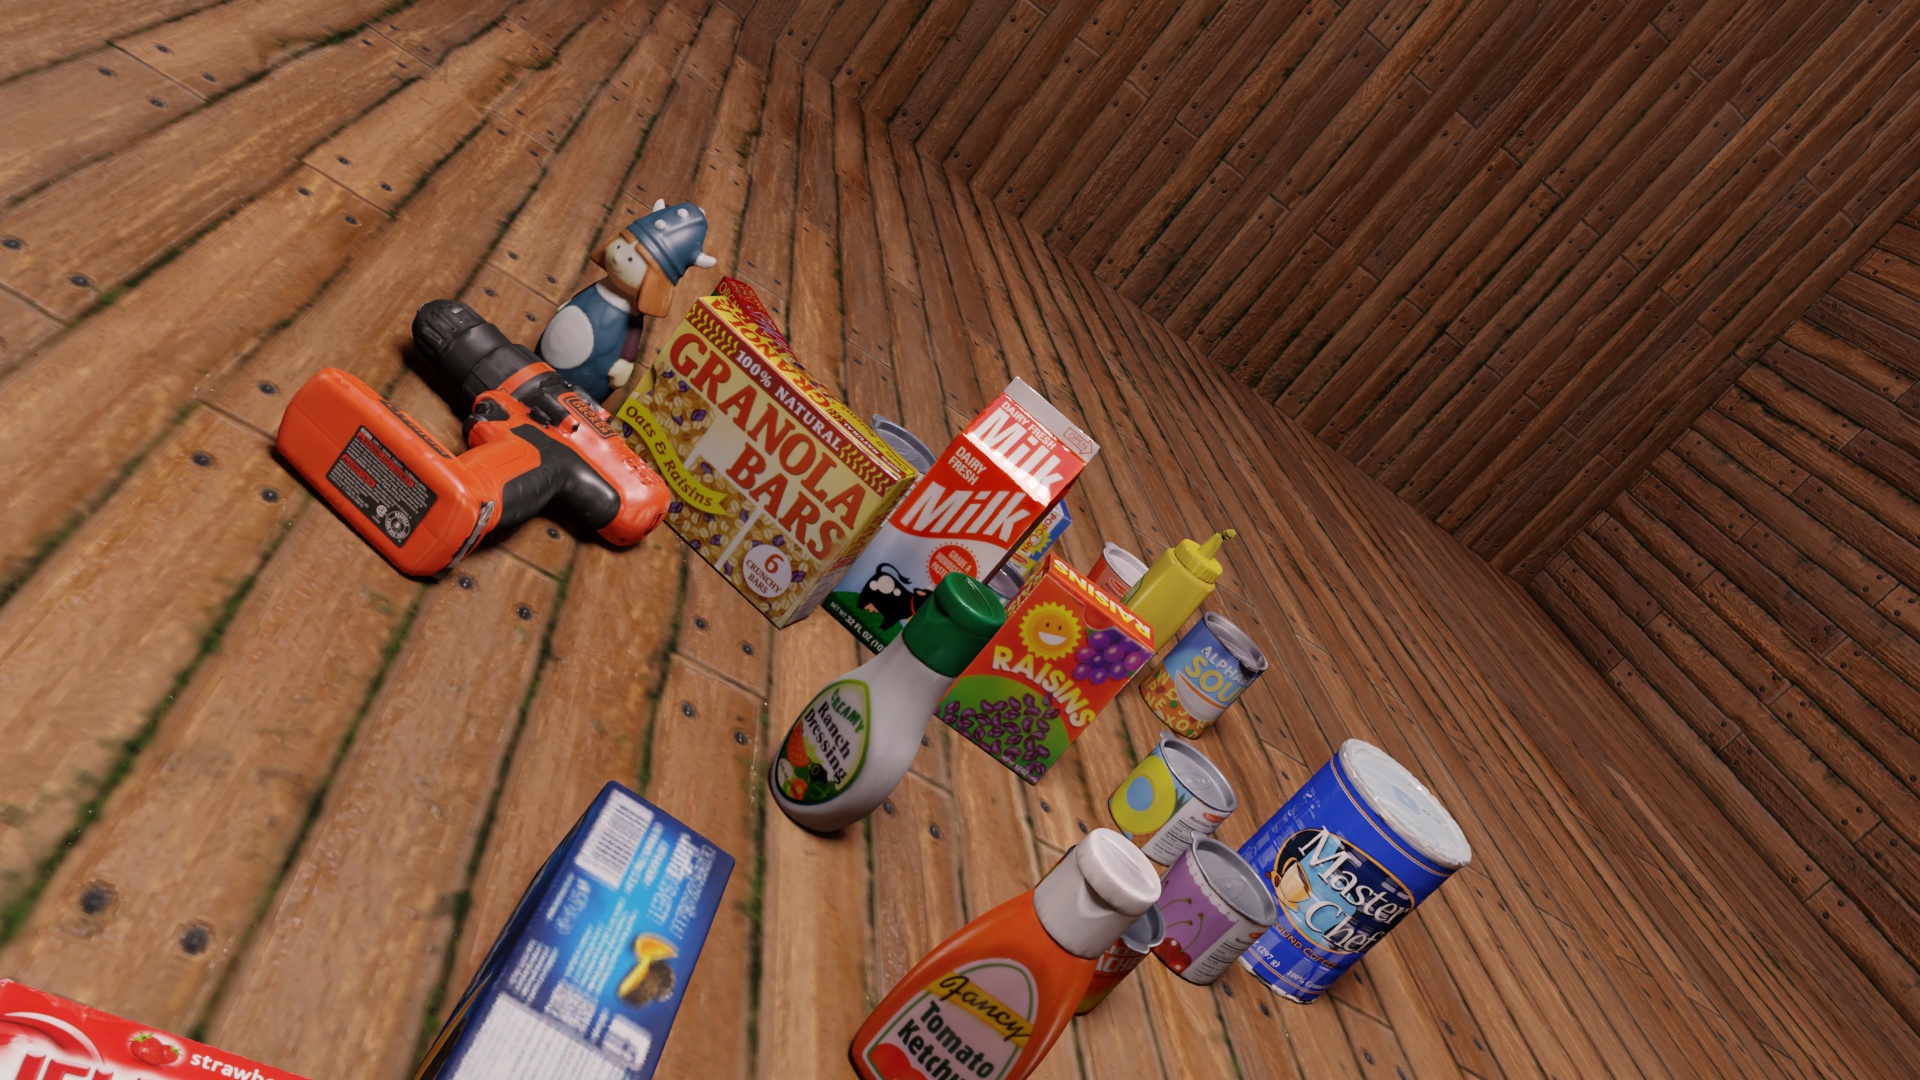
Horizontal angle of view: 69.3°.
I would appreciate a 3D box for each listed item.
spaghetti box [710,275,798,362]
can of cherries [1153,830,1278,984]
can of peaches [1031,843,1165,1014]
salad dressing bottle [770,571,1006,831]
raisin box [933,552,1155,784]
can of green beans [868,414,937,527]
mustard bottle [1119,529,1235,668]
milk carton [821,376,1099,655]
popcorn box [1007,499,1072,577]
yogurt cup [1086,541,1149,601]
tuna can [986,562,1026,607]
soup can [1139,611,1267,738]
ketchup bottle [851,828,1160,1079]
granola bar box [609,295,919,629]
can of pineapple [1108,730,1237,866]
[{"bbox_3d":[-0.145,-0.118,1.066,0.028,0.050,0.251,20,27,-44],"label":"spaghetti box"},{"bbox_3d":[0.145,0.220,0.833,0.071,0.058,0.072,34,20,-14],"label":"can of cherries"},{"bbox_3d":[0.064,0.204,0.723,0.071,0.058,0.071,34,20,-14],"label":"can of peaches"},{"bbox_3d":[-0.036,0.079,0.685,0.044,0.147,0.064,19,28,-46],"label":"salad dressing bottle"},{"bbox_3d":[0.051,0.081,0.873,0.086,0.123,0.040,37,19,-6],"label":"raisin box"},{"bbox_3d":[-0.058,-0.051,1.064,0.071,0.057,0.071,34,20,-14],"label":"can of green beans"},{"bbox_3d":[0.157,0.047,1.080,0.049,0.159,0.065,40,19,1],"label":"mustard bottle"},{"bbox_3d":[0.003,-0.011,0.888,0.072,0.190,0.074,41,19,5],"label":"milk carton"},{"bbox_3d":[0.041,-0.023,1.138,0.038,0.085,0.127,31,21,-22],"label":"popcorn box"},{"bbox_3d":[0.136,0.046,1.202,0.072,0.053,0.073,34,20,-14],"label":"yogurt cup"},{"bbox_3d":[0.018,0.036,1.047,0.071,0.032,0.071,34,20,-14],"label":"tuna can"},{"bbox_3d":[0.197,0.111,1.125,0.071,0.083,0.071,34,20,-14],"label":"soup can"},{"bbox_3d":[0.021,0.179,0.567,0.065,0.148,0.043,43,19,9],"label":"ketchup bottle"},{"bbox_3d":[-0.125,-0.047,0.837,0.165,0.124,0.039,42,19,8],"label":"granola bar box"},{"bbox_3d":[0.141,0.173,0.928,0.071,0.057,0.071,34,20,-14],"label":"can of pineapple"}]
